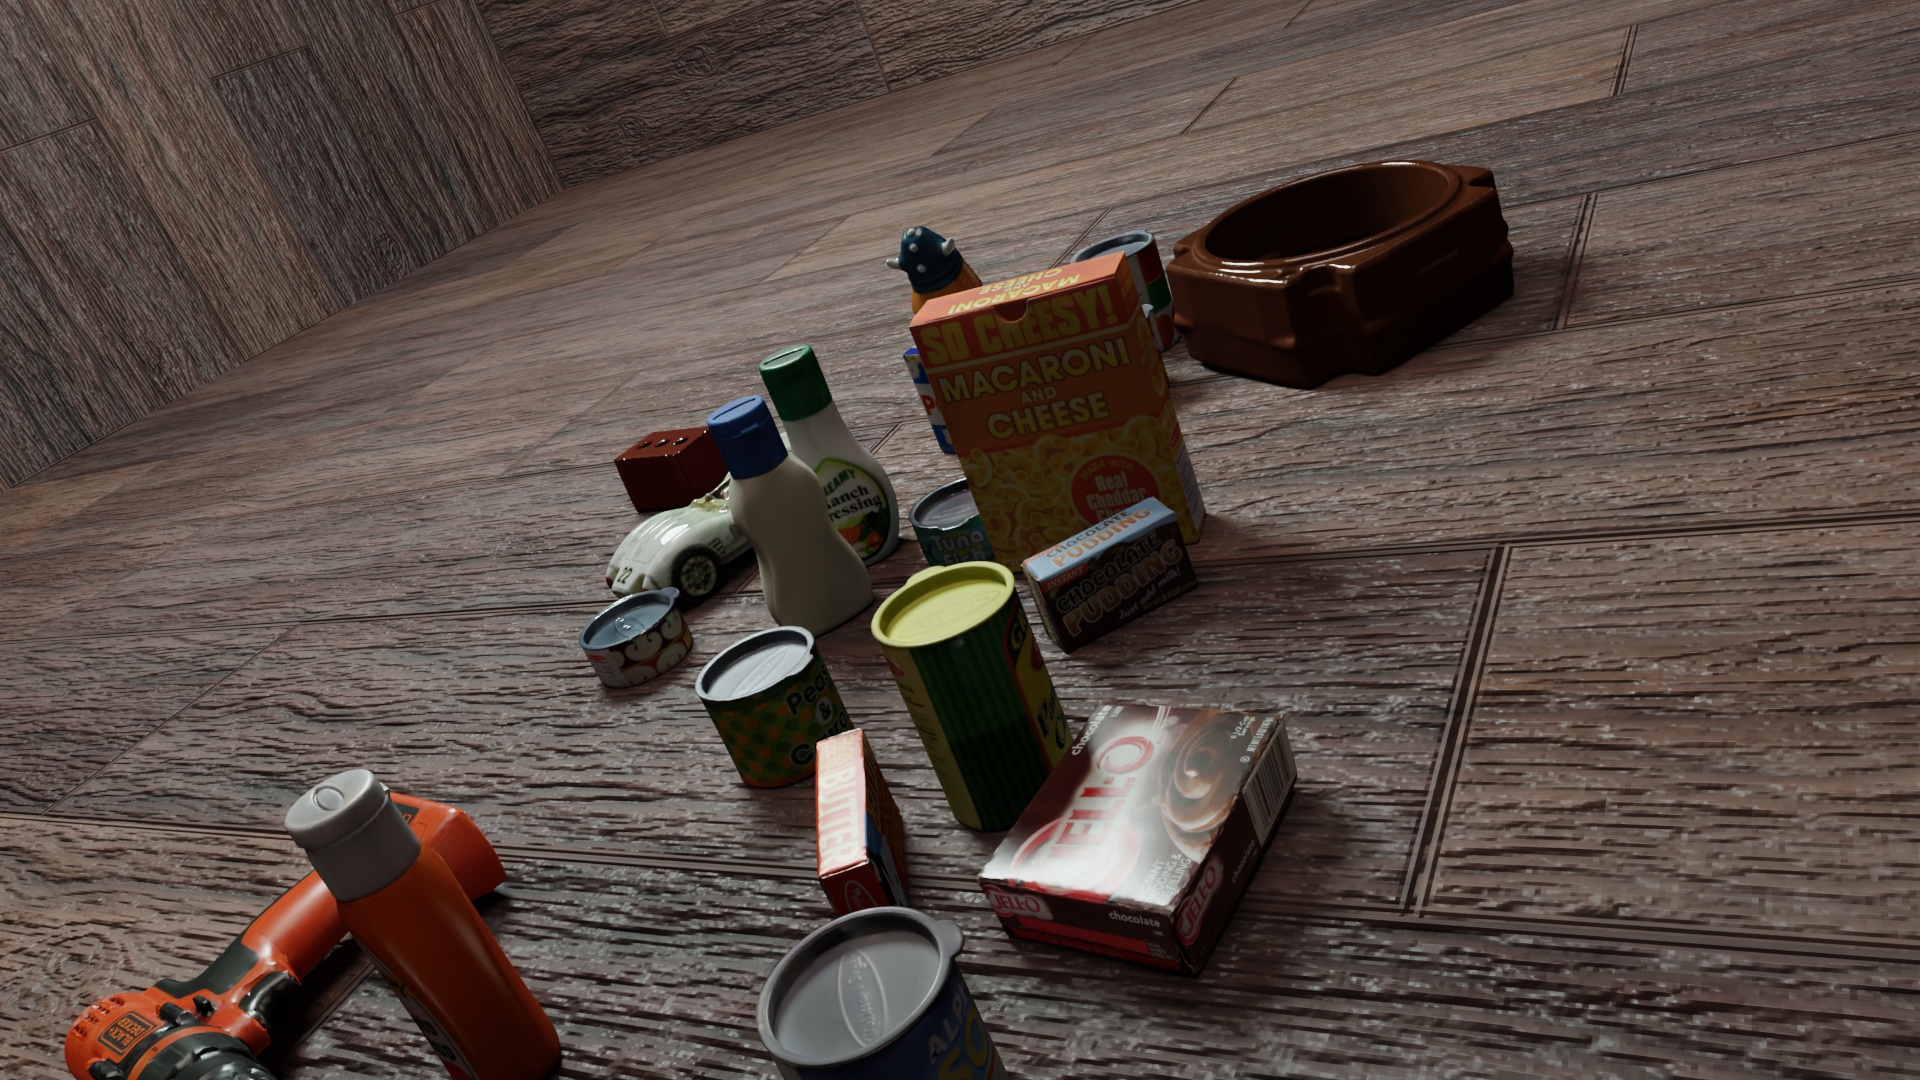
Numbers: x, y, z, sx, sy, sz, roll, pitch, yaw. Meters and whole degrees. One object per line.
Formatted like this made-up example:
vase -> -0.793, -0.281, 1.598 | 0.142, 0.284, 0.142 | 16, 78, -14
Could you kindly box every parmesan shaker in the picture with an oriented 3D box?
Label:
parmesan shaker -> 0.009, 0.069, 0.628 | 0.071, 0.102, 0.071 | -18, 25, 9

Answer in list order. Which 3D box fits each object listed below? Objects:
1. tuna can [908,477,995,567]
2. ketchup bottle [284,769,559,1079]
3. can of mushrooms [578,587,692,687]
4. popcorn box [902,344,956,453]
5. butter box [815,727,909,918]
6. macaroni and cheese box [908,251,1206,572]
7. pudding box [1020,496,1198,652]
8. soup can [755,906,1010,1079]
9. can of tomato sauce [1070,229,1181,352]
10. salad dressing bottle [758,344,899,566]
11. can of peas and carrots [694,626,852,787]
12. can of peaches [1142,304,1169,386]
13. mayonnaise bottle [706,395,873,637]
tuna can -> 0.003, -0.011, 0.879 | 0.071, 0.032, 0.071 | -18, 25, 8
ketchup bottle -> -0.219, 0.161, 0.567 | 0.044, 0.148, 0.065 | -37, 29, -31
can of mushrooms -> -0.207, 0.062, 0.897 | 0.071, 0.033, 0.071 | -18, 25, 8
popcorn box -> 0.025, -0.105, 0.991 | 0.126, 0.085, 0.038 | 6, 36, 46
butter box -> -0.043, 0.131, 0.602 | 0.024, 0.053, 0.104 | -20, 24, 3
macaroni and cheese box -> 0.058, -0.068, 0.791 | 0.123, 0.165, 0.040 | -11, 27, 23
pudding box -> 0.080, 0.017, 0.740 | 0.084, 0.049, 0.030 | -26, 25, -10
soup can -> -0.018, 0.174, 0.458 | 0.071, 0.083, 0.071 | -18, 25, 9
can of tomato sauce -> 0.131, -0.190, 1.081 | 0.071, 0.082, 0.071 | -18, 25, 9
salad dressing bottle -> -0.086, -0.054, 0.900 | 0.064, 0.147, 0.044 | -22, 24, -1
can of peas and carrots -> -0.095, 0.087, 0.727 | 0.071, 0.058, 0.071 | -18, 25, 9
can of peaches -> 0.114, -0.130, 1.003 | 0.071, 0.058, 0.071 | -18, 25, 9
mayonnaise bottle -> -0.106, -0.014, 0.835 | 0.065, 0.147, 0.041 | -29, 25, -15
